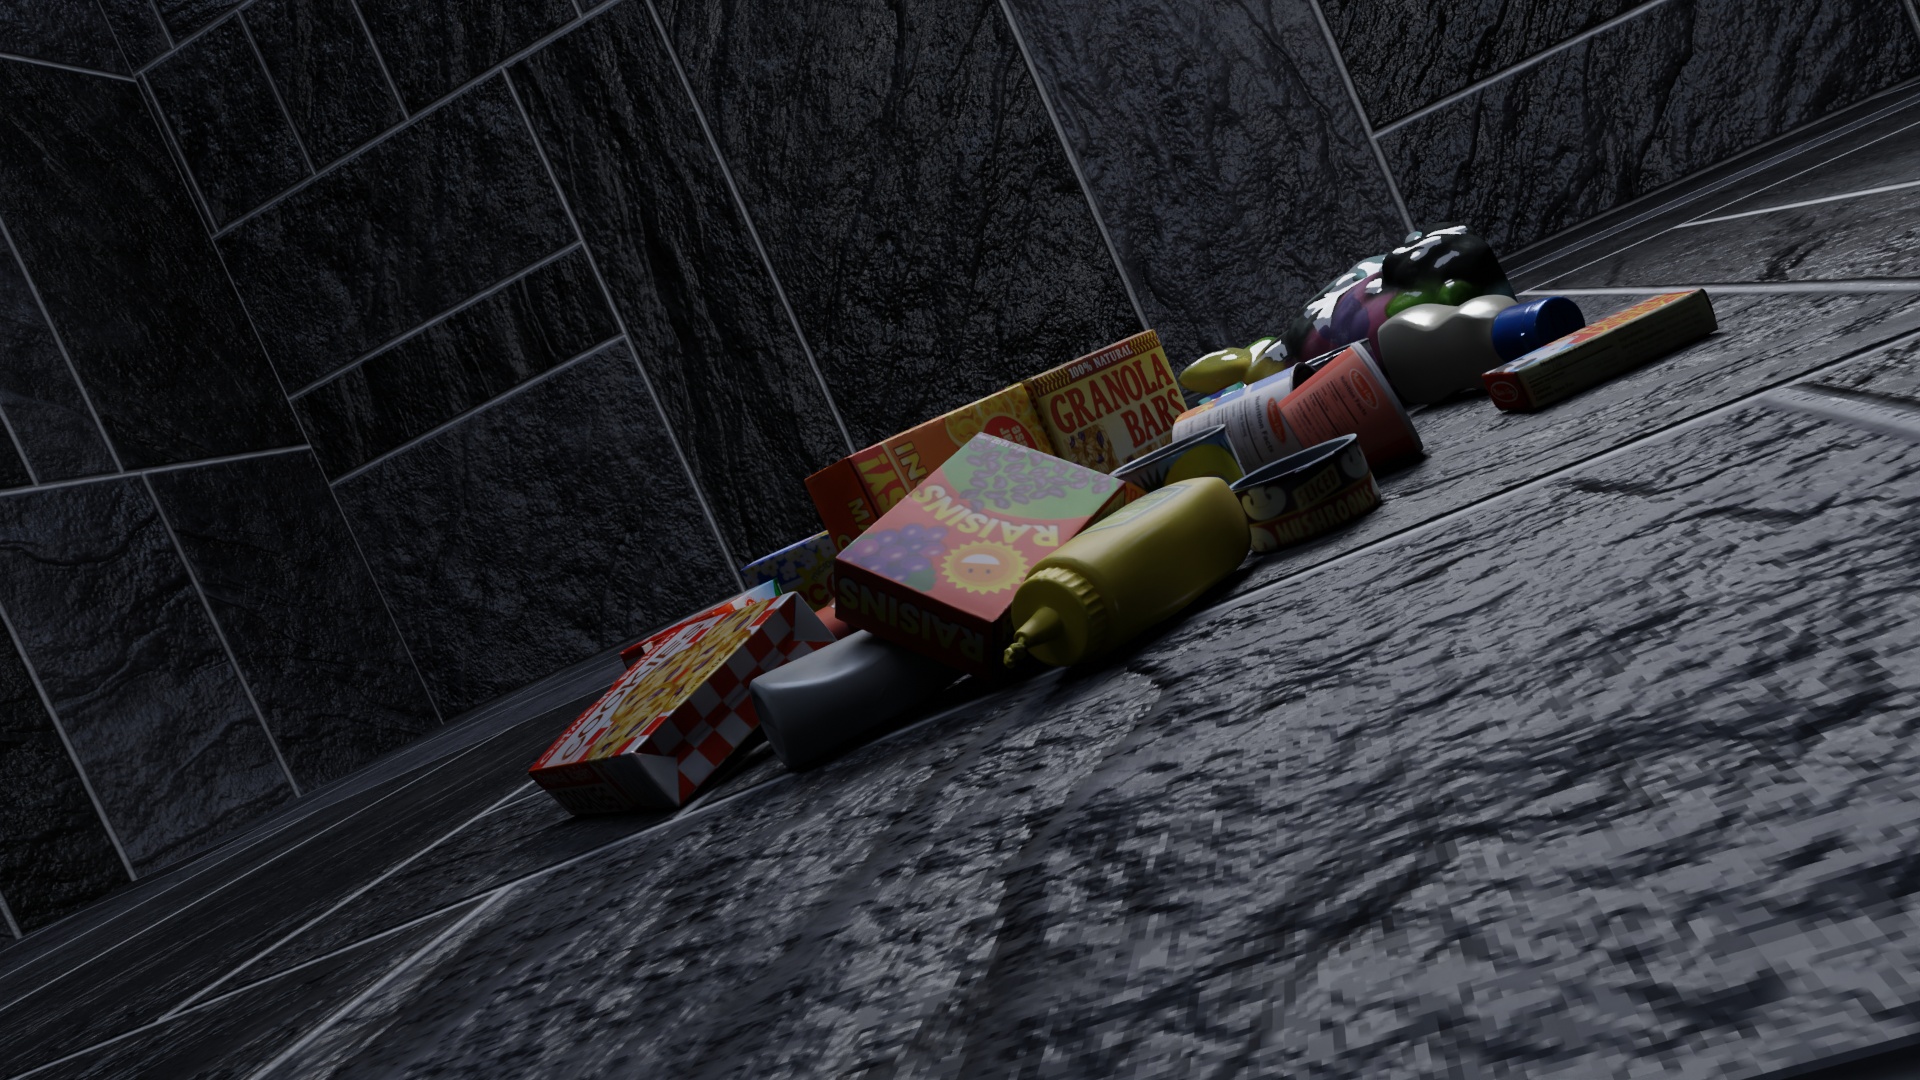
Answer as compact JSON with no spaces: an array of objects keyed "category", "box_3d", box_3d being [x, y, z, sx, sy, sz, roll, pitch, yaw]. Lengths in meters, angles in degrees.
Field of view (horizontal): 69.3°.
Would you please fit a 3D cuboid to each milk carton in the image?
[{"category":"milk carton","box_3d":[-0.167,0.084,0.942,0.073,0.072,0.191,-24,2,11]}]

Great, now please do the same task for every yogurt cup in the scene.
[{"category":"yogurt cup","box_3d":[0.205,-0.063,0.738,0.054,0.072,0.072,-32,1,14]}]

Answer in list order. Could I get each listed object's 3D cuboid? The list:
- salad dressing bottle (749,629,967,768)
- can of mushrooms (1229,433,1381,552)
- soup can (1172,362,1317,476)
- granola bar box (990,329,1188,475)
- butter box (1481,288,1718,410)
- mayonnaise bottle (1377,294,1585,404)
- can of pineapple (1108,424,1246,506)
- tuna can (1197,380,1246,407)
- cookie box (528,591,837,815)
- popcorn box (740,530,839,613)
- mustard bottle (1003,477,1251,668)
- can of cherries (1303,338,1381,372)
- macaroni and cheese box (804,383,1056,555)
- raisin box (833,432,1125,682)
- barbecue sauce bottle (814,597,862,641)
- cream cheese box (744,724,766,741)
[{"category":"salad dressing bottle","box_3d":[-0.023,0.056,0.653,0.148,0.044,0.064,-24,9,-19]},{"category":"can of mushrooms","box_3d":[0.161,-0.022,0.651,0.071,0.033,0.071,-23,3,1]},{"category":"soup can","box_3d":[0.182,-0.061,0.837,0.083,0.071,0.071,-22,4,36]},{"category":"granola bar box","box_3d":[0.099,-0.062,0.915,0.039,0.124,0.166,-20,5,39]},{"category":"butter box","box_3d":[0.331,-0.098,0.721,0.103,0.024,0.053,-24,4,3]},{"category":"mayonnaise bottle","box_3d":[0.320,-0.122,0.860,0.041,0.064,0.148,-28,8,-15]},{"category":"can of pineapple","box_3d":[0.117,-0.021,0.722,0.071,0.058,0.071,-24,3,1]},{"category":"tuna can","box_3d":[0.185,-0.069,0.920,0.033,0.071,0.071,-25,3,6]},{"category":"cookie box","box_3d":[-0.157,0.091,0.760,0.123,0.040,0.167,-47,16,-32]},{"category":"popcorn box","box_3d":[-0.103,0.036,1.116,0.126,0.085,0.038,-22,5,24]},{"category":"mustard bottle","box_3d":[0.065,0.017,0.587,0.065,0.049,0.161,-24,3,41]},{"category":"can of cherries","box_3d":[0.254,-0.097,0.937,0.071,0.058,0.071,-23,4,2]},{"category":"macaroni and cheese box","box_3d":[0.003,-0.010,0.788,0.040,0.123,0.167,-23,4,41]},{"category":"raisin box","box_3d":[0.011,0.004,0.646,0.086,0.039,0.124,21,41,25]},{"category":"barbecue sauce bottle","box_3d":[-0.058,0.048,0.987,0.149,0.043,0.064,-27,4,-32]},{"category":"cream cheese box","box_3d":[-0.120,0.098,0.814,0.053,0.024,0.103,-26,4,-37]}]
